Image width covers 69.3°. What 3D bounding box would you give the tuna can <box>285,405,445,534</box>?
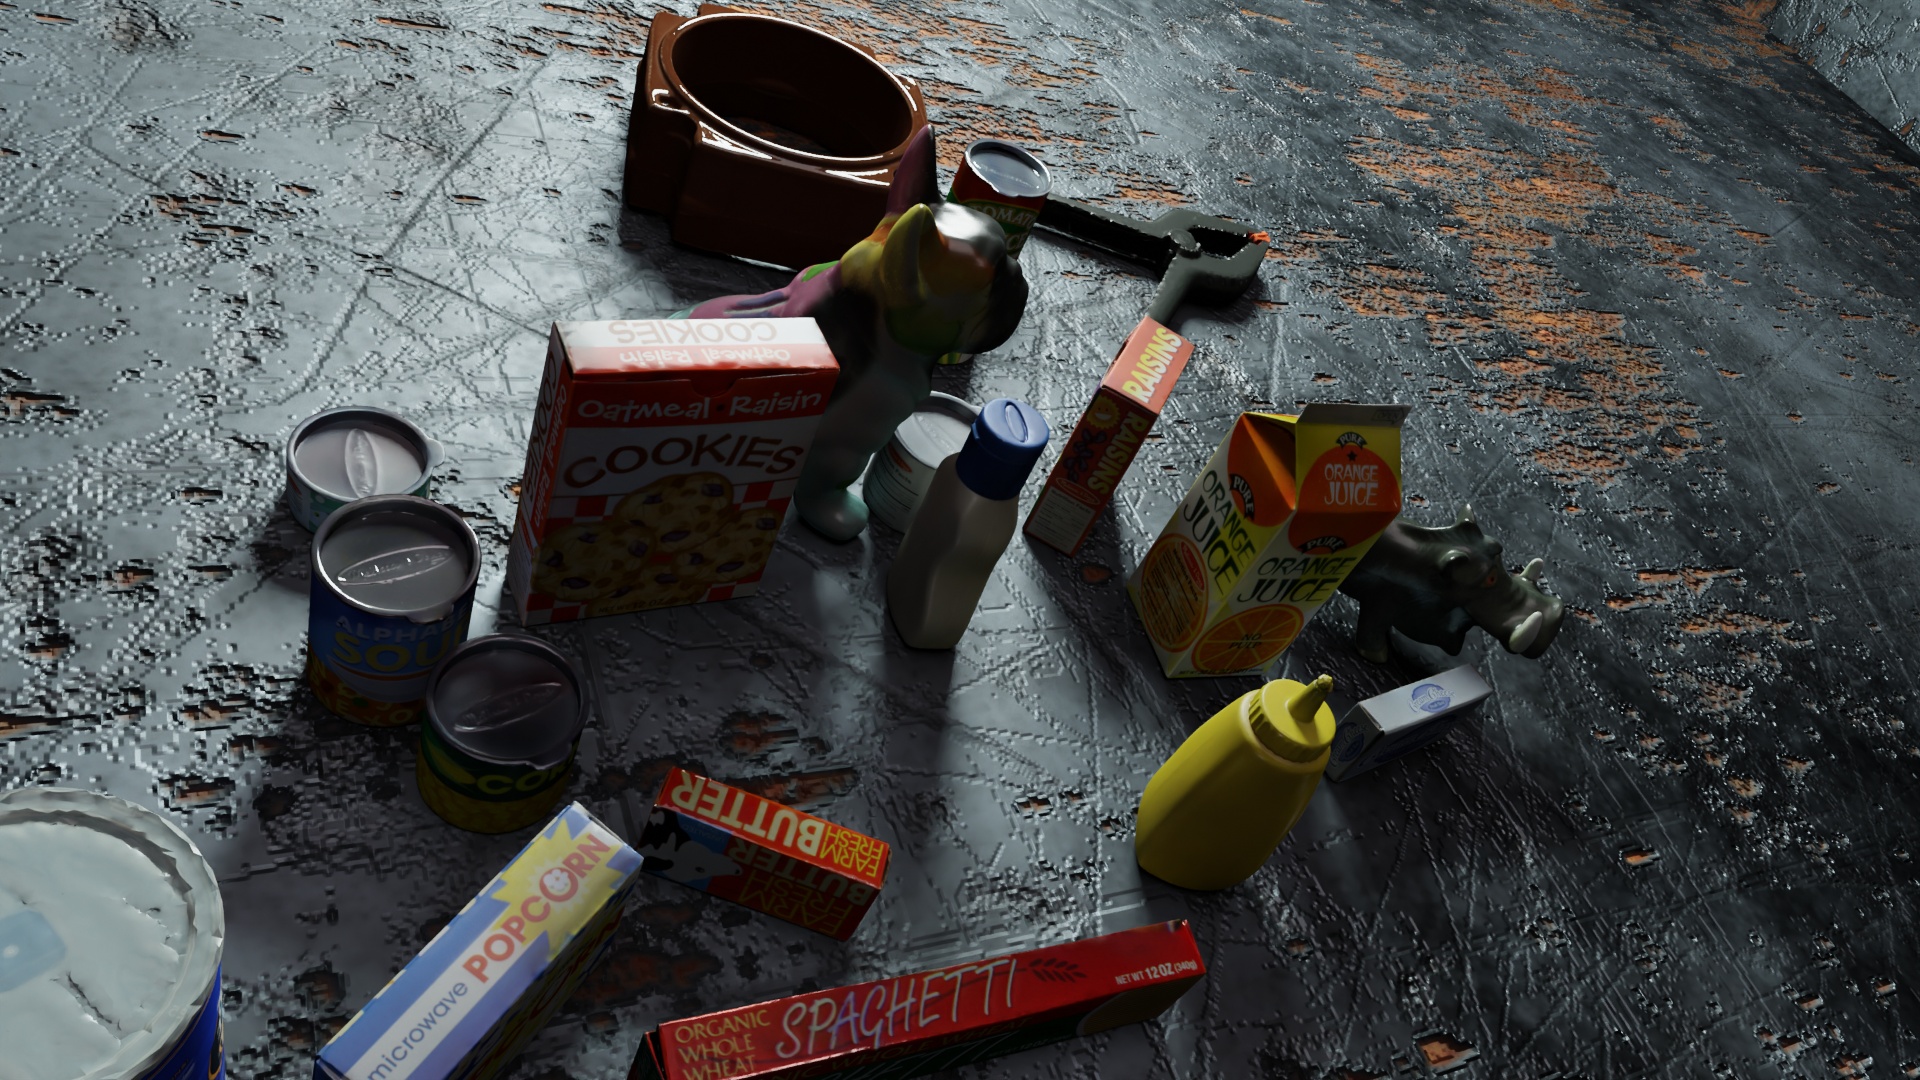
[{"bbox_3d":[-0.291,-0.032,0.680,0.071,0.032,0.071,14,44,-14],"label":"tuna can"}]

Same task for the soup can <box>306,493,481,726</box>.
[{"bbox_3d":[-0.246,0.034,0.602,0.071,0.083,0.072,14,44,-14],"label":"soup can"}]

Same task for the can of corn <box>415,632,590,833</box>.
[{"bbox_3d":[-0.196,0.085,0.596,0.071,0.058,0.071,14,44,-14],"label":"can of corn"}]

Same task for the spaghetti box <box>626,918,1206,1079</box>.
[{"bbox_3d":[-0.011,0.202,0.582,0.251,0.050,0.029,-2,50,-28],"label":"spaghetti box"}]

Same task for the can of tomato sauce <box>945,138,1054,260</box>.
[{"bbox_3d":[0.021,-0.232,0.991,0.071,0.082,0.071,14,44,-14],"label":"can of tomato sauce"}]

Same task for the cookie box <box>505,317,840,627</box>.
[{"bbox_3d":[-0.139,-0.031,0.656,0.123,0.166,0.040,-7,53,-31],"label":"cookie box"}]

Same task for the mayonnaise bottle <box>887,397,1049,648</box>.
[{"bbox_3d":[0.003,-0.009,0.720,0.041,0.147,0.065,5,47,-23],"label":"mayonnaise bottle"}]

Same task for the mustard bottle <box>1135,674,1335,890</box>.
[{"bbox_3d":[0.139,0.110,0.664,0.065,0.159,0.049,18,43,-10],"label":"mustard bottle"}]

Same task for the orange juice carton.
[{"bbox_3d":[0.172,-0.008,0.771,0.072,0.191,0.073,1,49,-26],"label":"orange juice carton"}]

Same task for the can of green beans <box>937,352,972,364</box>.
[{"bbox_3d":[-0.010,-0.160,0.925,0.071,0.057,0.071,14,44,-14],"label":"can of green beans"}]

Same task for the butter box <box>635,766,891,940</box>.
[{"bbox_3d":[-0.087,0.137,0.604,0.103,0.052,0.024,21,43,-7],"label":"butter box"}]

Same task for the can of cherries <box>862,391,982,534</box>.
[{"bbox_3d":[-0.016,-0.044,0.810,0.071,0.058,0.072,14,44,-14],"label":"can of cherries"}]

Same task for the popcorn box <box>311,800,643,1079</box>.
[{"bbox_3d":[-0.176,0.167,0.507,0.038,0.084,0.127,34,43,7],"label":"popcorn box"}]

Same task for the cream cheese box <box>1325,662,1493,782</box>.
[{"bbox_3d":[0.257,0.105,0.807,0.104,0.053,0.024,-12,55,-34],"label":"cream cheese box"}]

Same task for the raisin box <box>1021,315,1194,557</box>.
[{"bbox_3d":[0.088,-0.062,0.831,0.040,0.122,0.086,31,43,3],"label":"raisin box"}]
